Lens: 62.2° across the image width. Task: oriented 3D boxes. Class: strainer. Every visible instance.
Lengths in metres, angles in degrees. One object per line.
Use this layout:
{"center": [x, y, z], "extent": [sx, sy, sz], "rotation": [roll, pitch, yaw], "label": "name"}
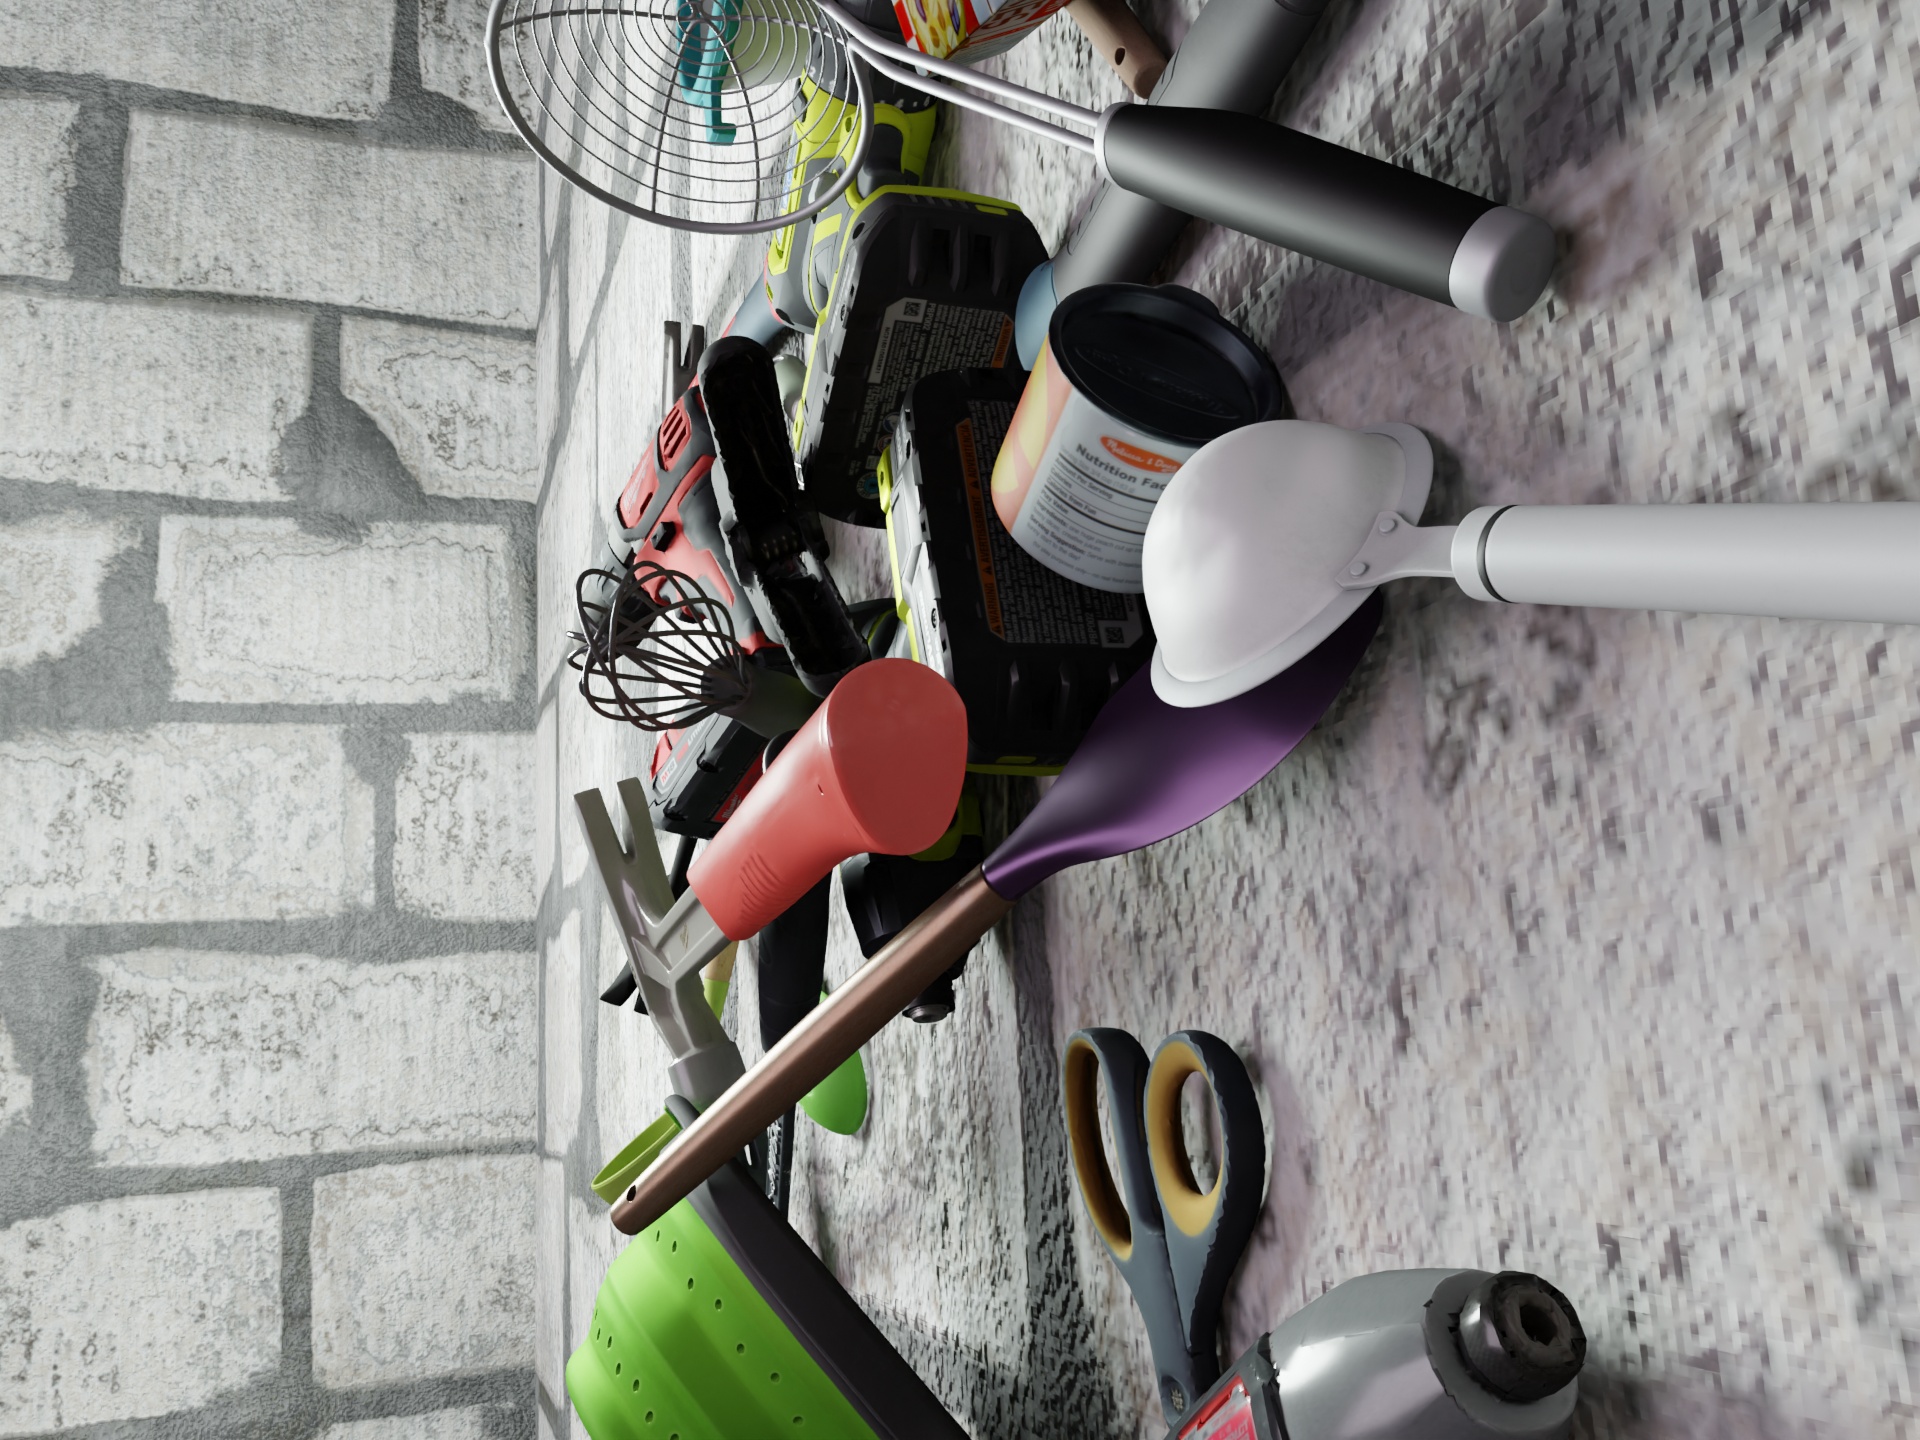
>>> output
{"center": [-0.087, -0.437, 0.799], "extent": [0.341, 0.095, 0.210], "rotation": [-105, 24, -47], "label": "strainer"}
{"center": [0.101, -0.036, 0.316], "extent": [0.087, 0.050, 0.258], "rotation": [-55, 26, -11], "label": "strainer"}

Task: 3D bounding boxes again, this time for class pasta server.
{"center": [0.021, -0.313, 0.592], "extent": [0.060, 0.040, 0.317], "rotation": [111, 148, -43], "label": "pasta server"}

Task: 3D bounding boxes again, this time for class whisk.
{"center": [-0.072, -0.155, 0.817], "extent": [0.058, 0.059, 0.247], "rotation": [-46, 26, 7], "label": "whisk"}
{"center": [-0.089, -0.015, 0.596], "extent": [0.239, 0.055, 0.055], "rotation": [35, -127, -78], "label": "whisk"}

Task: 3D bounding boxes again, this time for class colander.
{"center": [-0.031, 0.257, 0.493], "extent": [0.397, 0.094, 0.204], "rotation": [23, 148, 58], "label": "colander"}

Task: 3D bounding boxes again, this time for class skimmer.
{"center": [-0.013, -0.151, 0.442], "extent": [0.090, 0.127, 0.364], "rotation": [-50, 49, -4], "label": "skimmer"}

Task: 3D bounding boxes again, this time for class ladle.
{"center": [-0.145, 0.119, 0.906], "extent": [0.078, 0.062, 0.320], "rotation": [155, 127, -78], "label": "ladle"}

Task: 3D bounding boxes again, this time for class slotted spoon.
{"center": [-0.104, 0.123, 0.910], "extent": [0.314, 0.031, 0.070], "rotation": [-123, 38, -59], "label": "slotted spoon"}

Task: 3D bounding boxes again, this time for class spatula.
{"center": [-0.005, 0.063, 0.453], "extent": [0.316, 0.018, 0.060], "rotation": [-44, 39, 24], "label": "spatula"}

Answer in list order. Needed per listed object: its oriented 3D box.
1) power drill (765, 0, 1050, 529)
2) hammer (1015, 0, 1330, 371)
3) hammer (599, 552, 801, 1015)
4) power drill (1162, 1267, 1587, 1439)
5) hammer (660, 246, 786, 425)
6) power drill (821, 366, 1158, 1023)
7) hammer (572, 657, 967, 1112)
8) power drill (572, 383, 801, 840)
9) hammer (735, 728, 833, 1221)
{"center": [-0.029, -0.207, 0.649], "extent": [0.229, 0.080, 0.190], "rotation": [-104, 24, -43], "label": "power drill"}
{"center": [0.084, -0.190, 0.399], "extent": [0.331, 0.033, 0.128], "rotation": [130, 138, -60], "label": "hammer"}
{"center": [-0.147, 0.018, 0.947], "extent": [0.127, 0.034, 0.336], "rotation": [-77, 7, -62], "label": "hammer"}
{"center": [0.098, 0.213, 0.281], "extent": [0.143, 0.078, 0.220], "rotation": [112, 154, -44], "label": "power drill"}
{"center": [-0.152, -0.250, 1.045], "extent": [0.386, 0.038, 0.143], "rotation": [165, 107, -69], "label": "hammer"}
{"center": [-0.001, -0.002, 0.566], "extent": [0.223, 0.080, 0.171], "rotation": [118, 148, -59], "label": "power drill"}
{"center": [-0.077, 0.045, 0.543], "extent": [0.149, 0.036, 0.359], "rotation": [68, 155, 11], "label": "hammer"}
{"center": [-0.139, -0.043, 0.839], "extent": [0.187, 0.080, 0.227], "rotation": [-50, 48, 33], "label": "power drill"}
{"center": [-0.078, 0.150, 0.709], "extent": [0.408, 0.036, 0.149], "rotation": [100, 152, -47], "label": "hammer"}
